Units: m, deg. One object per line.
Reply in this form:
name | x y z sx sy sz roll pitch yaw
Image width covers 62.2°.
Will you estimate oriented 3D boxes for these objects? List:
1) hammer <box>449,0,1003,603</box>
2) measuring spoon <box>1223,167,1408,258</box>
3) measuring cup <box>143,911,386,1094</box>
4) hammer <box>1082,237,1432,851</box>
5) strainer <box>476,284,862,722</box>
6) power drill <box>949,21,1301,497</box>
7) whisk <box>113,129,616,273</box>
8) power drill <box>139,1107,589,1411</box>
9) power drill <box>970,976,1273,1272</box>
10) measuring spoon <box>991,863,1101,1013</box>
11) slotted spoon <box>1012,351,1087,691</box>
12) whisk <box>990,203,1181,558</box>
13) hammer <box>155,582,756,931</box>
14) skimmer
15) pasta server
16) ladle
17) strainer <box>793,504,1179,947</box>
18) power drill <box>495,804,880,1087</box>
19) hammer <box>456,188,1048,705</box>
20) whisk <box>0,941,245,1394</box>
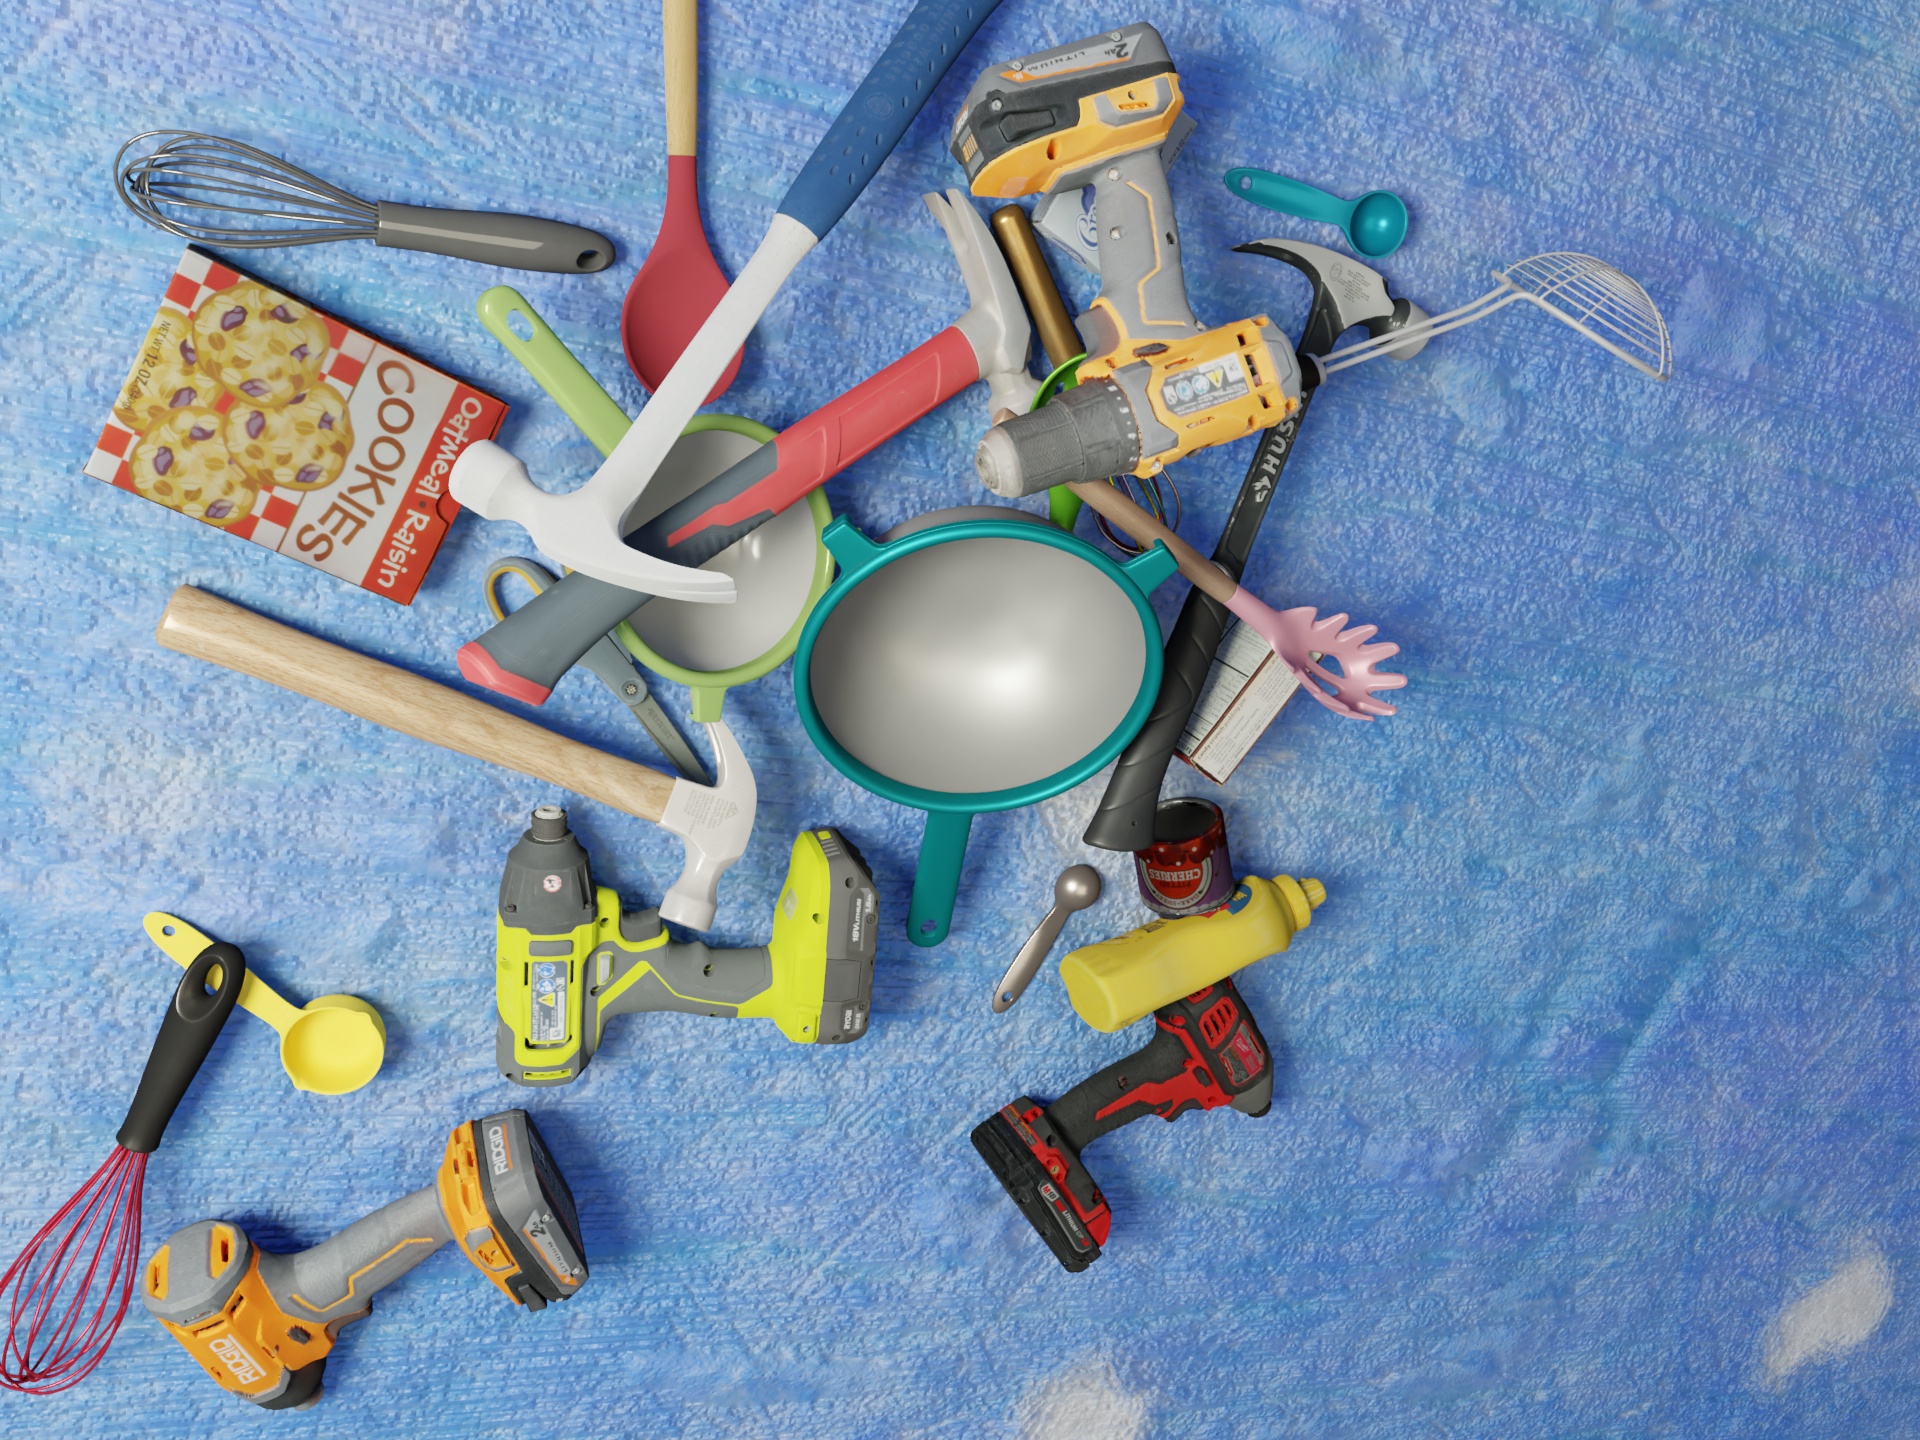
hammer | -0.085 -0.240 0.815 0.144 0.035 0.405 31 75 2
measuring spoon | 0.221 -0.324 1.001 0.128 0.021 0.042 12 105 -16
measuring cup | -0.402 0.157 0.922 0.156 0.029 0.062 43 94 -17
hammer | 0.167 -0.107 0.992 0.149 0.036 0.409 26 84 -27
strainer | -0.178 -0.130 0.867 0.151 0.069 0.256 -53 124 -19
power drill | 0.067 -0.240 0.865 0.185 0.084 0.226 -22 93 -13
whisk | -0.291 -0.254 0.800 0.238 0.055 0.055 1 109 -27
power drill | -0.351 0.341 0.972 0.226 0.084 0.164 -20 130 -10
power drill | 0.130 0.287 1.156 0.219 0.079 0.143 -37 119 -9
measuring spoon | 0.060 0.156 1.108 0.034 0.018 0.124 29 97 -28
slotted spoon | 0.051 -0.080 0.988 0.070 0.031 0.313 3 118 -17
whisk | 0.076 -0.200 0.976 0.047 0.051 0.244 -41 116 -28
hammer | -0.268 0.002 0.880 0.331 0.031 0.130 23 79 -17
skimmer | 0.270 -0.207 0.975 0.363 0.127 0.090 -20 133 -11
pasta server | 0.145 -0.092 0.944 0.316 0.040 0.060 33 69 -24
ladle | -0.148 -0.326 0.841 0.069 0.031 0.315 -5 109 -23
strainer | -0.002 -0.003 0.973 0.211 0.095 0.340 3 131 -9
power drill | -0.169 0.132 0.976 0.223 0.080 0.171 0 109 -19
hammer | -0.108 -0.142 0.850 0.386 0.038 0.143 -39 119 -27
whisk | -0.474 0.255 0.901 0.073 0.073 0.296 24 97 -28
